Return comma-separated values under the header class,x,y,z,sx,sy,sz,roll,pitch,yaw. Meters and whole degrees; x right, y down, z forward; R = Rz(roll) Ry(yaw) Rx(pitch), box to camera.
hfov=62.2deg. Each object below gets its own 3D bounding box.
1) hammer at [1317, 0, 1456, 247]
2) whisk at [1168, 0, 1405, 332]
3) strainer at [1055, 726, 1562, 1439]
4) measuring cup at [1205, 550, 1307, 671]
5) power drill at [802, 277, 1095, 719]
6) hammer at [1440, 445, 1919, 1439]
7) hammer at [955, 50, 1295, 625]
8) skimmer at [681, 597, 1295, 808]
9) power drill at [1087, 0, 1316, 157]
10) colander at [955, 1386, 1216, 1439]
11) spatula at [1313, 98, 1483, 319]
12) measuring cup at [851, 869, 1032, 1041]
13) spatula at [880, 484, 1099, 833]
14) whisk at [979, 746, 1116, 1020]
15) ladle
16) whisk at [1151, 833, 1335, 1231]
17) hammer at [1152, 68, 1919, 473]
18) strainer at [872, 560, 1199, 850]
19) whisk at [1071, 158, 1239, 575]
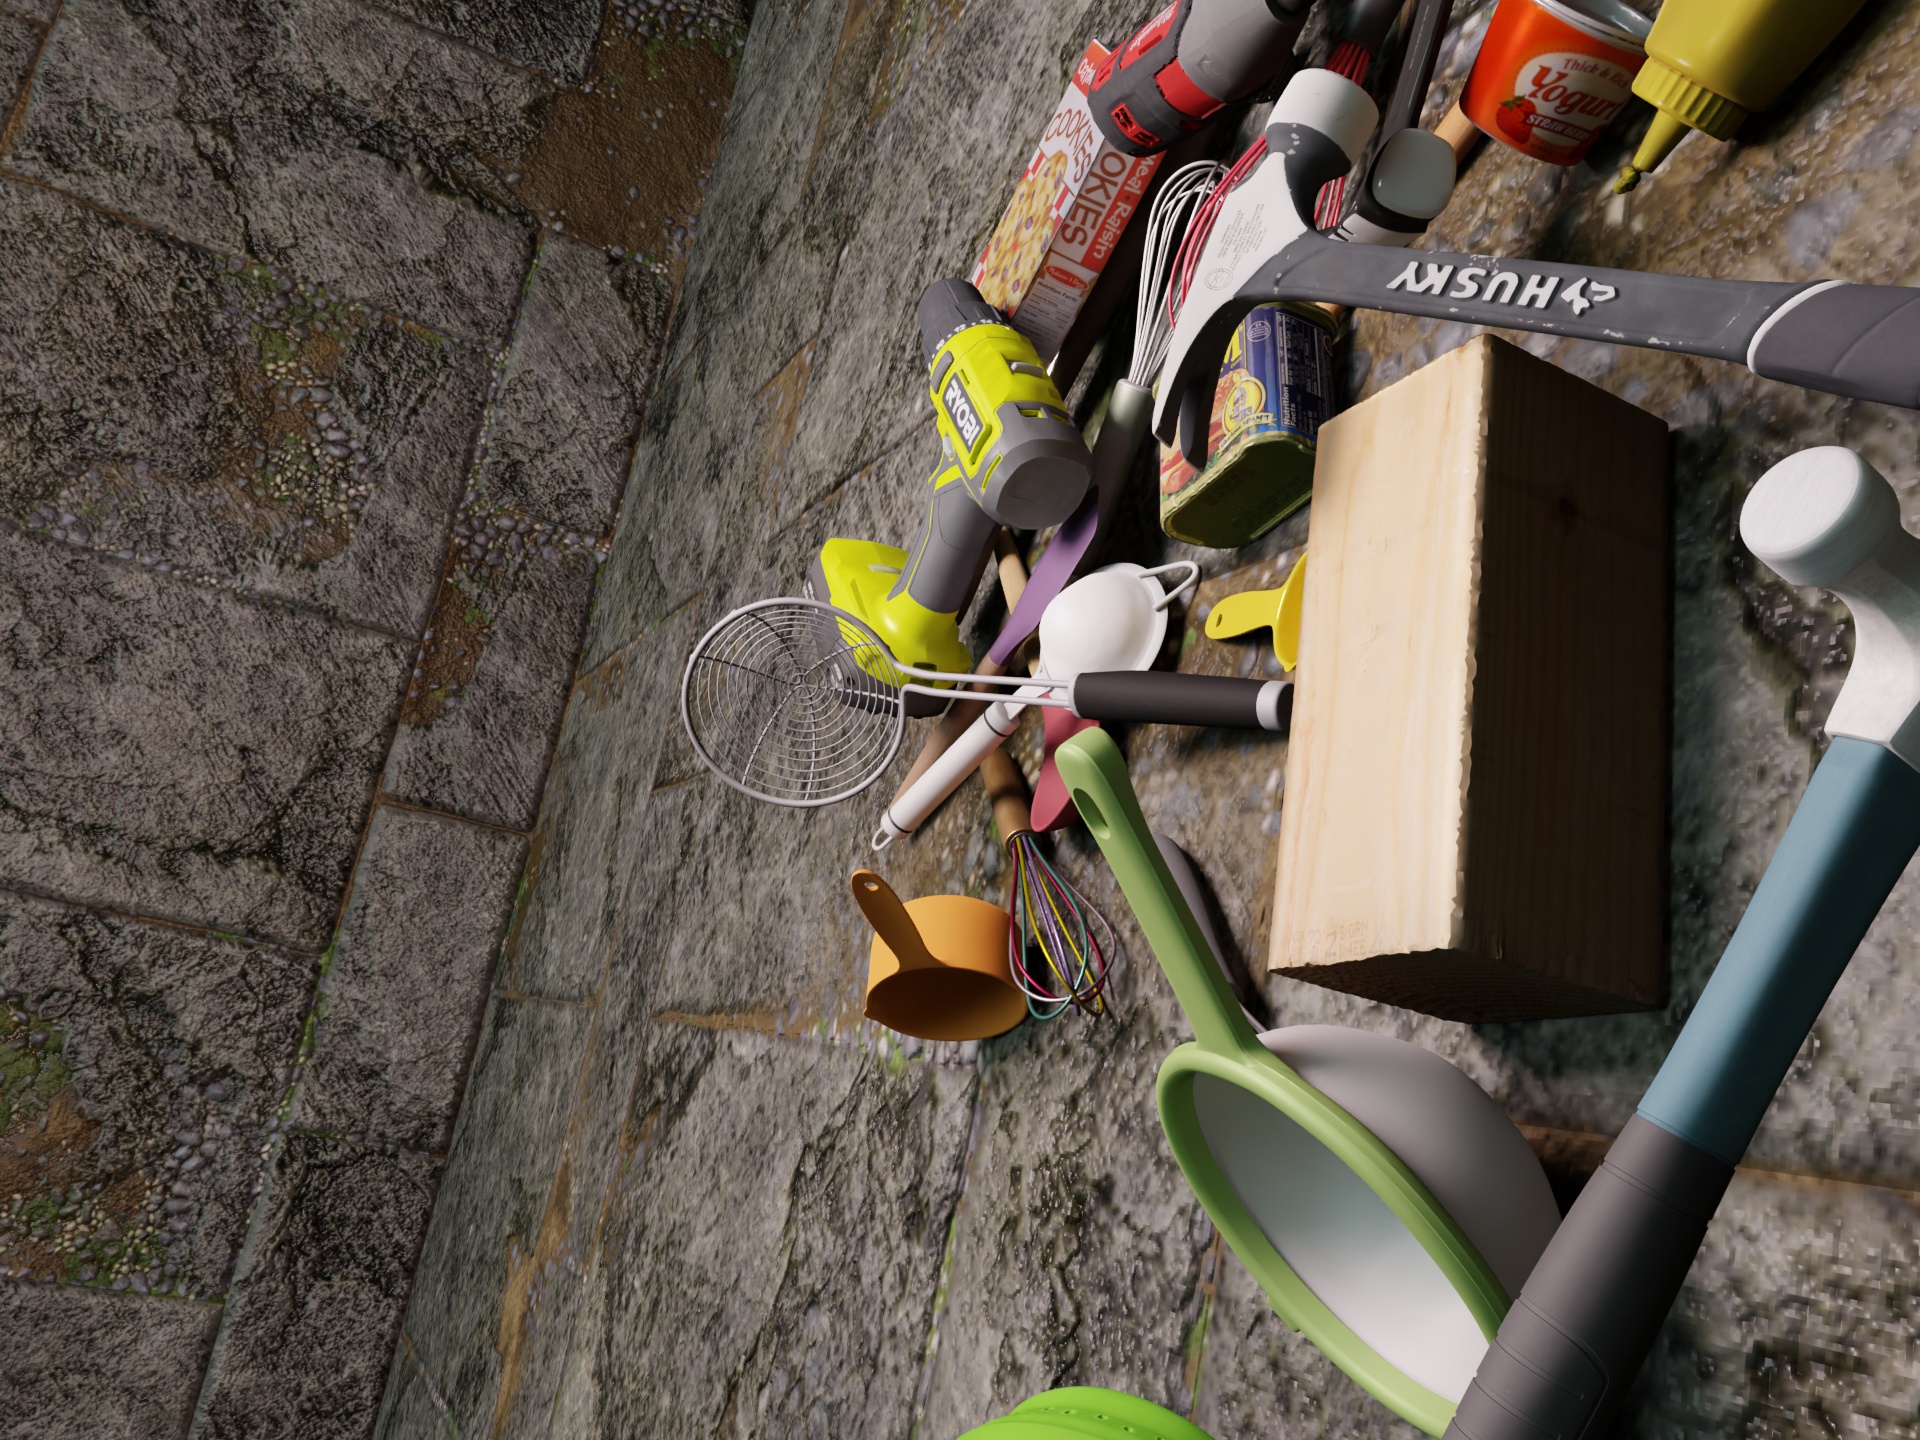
class,x,y,z,sx,sy,sz,roll,pitch,yaw
hammer,0.208,-0.352,0.633,0.127,0.034,0.337,-109,35,-84
whisk,0.186,-0.312,0.785,0.296,0.073,0.073,-64,23,8
strainer,0.111,0.102,0.491,0.069,0.256,0.151,-33,13,-21
measuring cup,0.150,-0.047,0.727,0.156,0.029,0.062,180,106,-79
power drill,-0.015,-0.132,0.948,0.228,0.080,0.191,-60,37,36
hammer,0.163,0.110,0.375,0.331,0.128,0.033,-61,21,-1
hammer,0.069,-0.241,1.004,0.410,0.038,0.146,-61,23,20
skimmer,-0.001,-0.003,0.811,0.363,0.090,0.127,5,118,45
power drill,0.154,-0.405,0.825,0.143,0.078,0.220,-12,50,59
colander,0.103,0.271,0.498,0.397,0.204,0.094,-30,10,38
spatula,0.235,-0.296,0.675,0.322,0.041,0.081,-55,8,40
measuring cup,-0.020,0.107,0.835,0.095,0.173,0.052,-10,49,16
spatula,0.013,-0.024,0.968,0.060,0.018,0.315,-84,19,-44
whisk,0.039,0.082,0.864,0.245,0.047,0.051,-107,39,-61
ladle,0.045,-0.040,0.954,0.069,0.031,0.316,-55,26,27
whisk,0.107,0.121,0.671,0.055,0.055,0.239,-62,20,24
hammer,0.211,-0.107,0.441,0.409,0.036,0.149,29,90,49
strainer,0.027,-0.006,0.875,0.258,0.050,0.087,-46,42,29
whisk,0.104,-0.197,0.907,0.246,0.058,0.059,-70,-13,17
